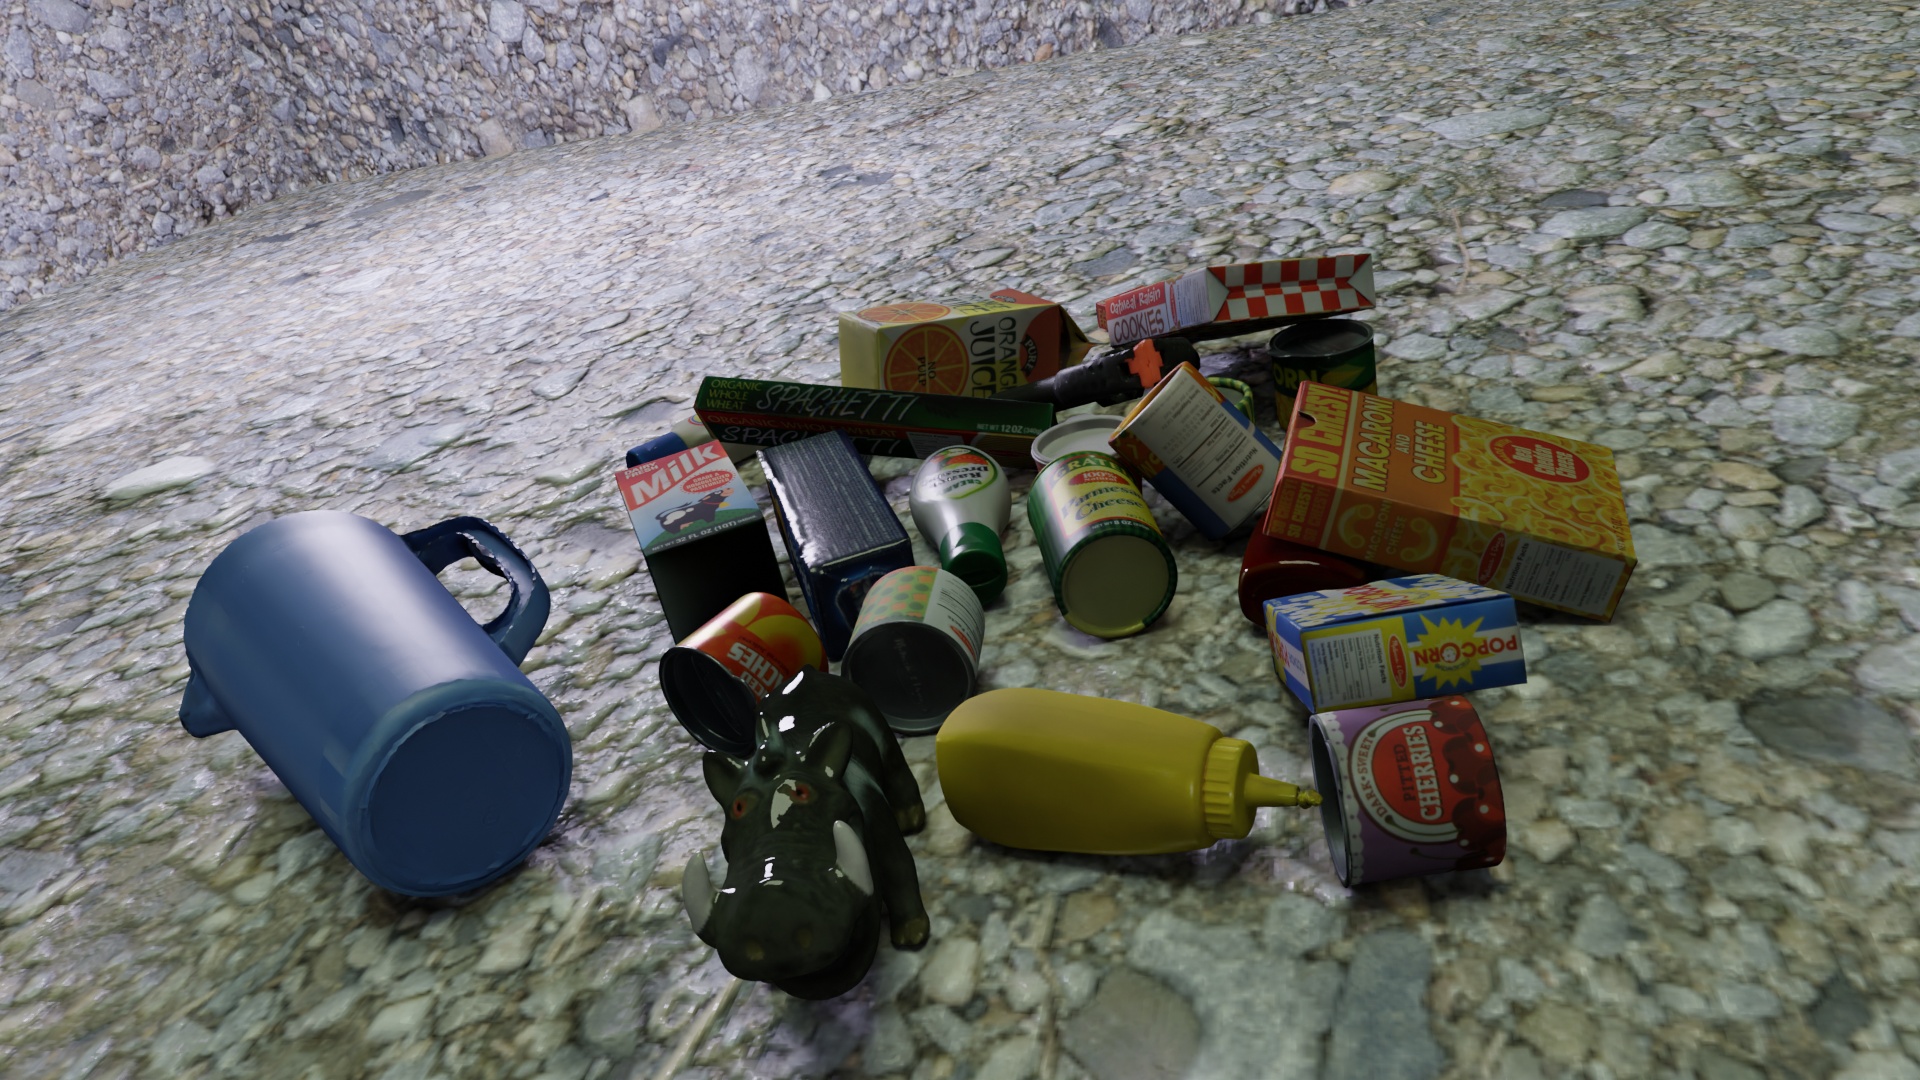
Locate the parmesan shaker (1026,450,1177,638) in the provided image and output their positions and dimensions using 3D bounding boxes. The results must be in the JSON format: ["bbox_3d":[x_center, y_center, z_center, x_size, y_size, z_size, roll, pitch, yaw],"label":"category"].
[{"bbox_3d":[0.079,0.000,0.761,0.071,0.071,0.103,-13,26,0],"label":"parmesan shaker"}]

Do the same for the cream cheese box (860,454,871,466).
[{"bbox_3d":[-0.093,-0.063,1.008,0.053,0.024,0.104,-7,27,12],"label":"cream cheese box"}]

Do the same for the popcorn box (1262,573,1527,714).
[{"bbox_3d":[0.184,0.043,0.607,0.085,0.038,0.127,-10,1,5],"label":"popcorn box"}]

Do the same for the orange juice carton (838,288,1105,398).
[{"bbox_3d":[0.010,-0.144,1.051,0.193,0.072,0.072,-12,23,-25],"label":"orange juice carton"}]

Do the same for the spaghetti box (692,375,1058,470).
[{"bbox_3d":[-0.057,-0.080,0.944,0.250,0.050,0.029,6,68,13],"label":"spaghetti box"}]

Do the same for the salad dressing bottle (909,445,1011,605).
[{"bbox_3d":[0.003,-0.011,0.840,0.064,0.043,0.148,-13,26,1],"label":"salad dressing bottle"}]

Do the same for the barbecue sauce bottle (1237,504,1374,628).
[{"bbox_3d":[0.191,-0.005,0.747,0.065,0.043,0.149,5,30,19],"label":"barbecue sauce bottle"}]

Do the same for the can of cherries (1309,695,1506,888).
[{"bbox_3d":[0.169,0.094,0.528,0.058,0.071,0.072,-9,26,6],"label":"can of cherries"}]

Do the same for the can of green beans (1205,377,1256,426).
[{"bbox_3d":[0.151,-0.063,0.862,0.071,0.057,0.071,-10,26,5],"label":"can of green beans"}]

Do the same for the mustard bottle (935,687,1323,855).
[{"bbox_3d":[0.070,0.098,0.569,0.160,0.065,0.049,2,28,28],"label":"mustard bottle"}]

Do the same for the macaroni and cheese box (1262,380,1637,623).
[{"bbox_3d":[0.248,-0.026,0.711,0.166,0.040,0.124,15,32,11],"label":"macaroni and cheese box"}]

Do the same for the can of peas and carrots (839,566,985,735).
[{"bbox_3d":[-0.025,0.055,0.698,0.071,0.070,0.059,-7,26,11],"label":"can of peas and carrots"}]

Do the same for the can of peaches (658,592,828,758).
[{"bbox_3d":[-0.108,0.067,0.708,0.071,0.071,0.058,8,32,35],"label":"can of peaches"}]

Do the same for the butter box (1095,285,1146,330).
[{"bbox_3d":[0.162,-0.184,1.136,0.053,0.024,0.103,-25,29,-24],"label":"butter box"}]

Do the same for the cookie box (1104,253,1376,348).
[{"bbox_3d":[0.190,-0.165,0.974,0.123,0.040,0.167,-8,4,-17],"label":"cookie box"}]

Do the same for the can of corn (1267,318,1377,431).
[{"bbox_3d":[0.236,-0.106,0.910,0.071,0.058,0.071,-10,26,5],"label":"can of corn"}]

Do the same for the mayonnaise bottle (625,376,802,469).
[{"bbox_3d":[-0.183,-0.081,1.066,0.149,0.041,0.065,-29,32,-31],"label":"mayonnaise bottle"}]

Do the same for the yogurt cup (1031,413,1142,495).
[{"bbox_3d":[0.081,-0.039,0.850,0.072,0.053,0.073,-10,26,5],"label":"yogurt cup"}]

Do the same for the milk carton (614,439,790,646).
[{"bbox_3d":[-0.166,-0.005,0.871,0.072,0.073,0.191,-19,27,-12],"label":"milk carton"}]

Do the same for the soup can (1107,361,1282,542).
[{"bbox_3d":[0.136,-0.051,0.794,0.071,0.084,0.071,-46,2,3],"label":"soup can"}]
